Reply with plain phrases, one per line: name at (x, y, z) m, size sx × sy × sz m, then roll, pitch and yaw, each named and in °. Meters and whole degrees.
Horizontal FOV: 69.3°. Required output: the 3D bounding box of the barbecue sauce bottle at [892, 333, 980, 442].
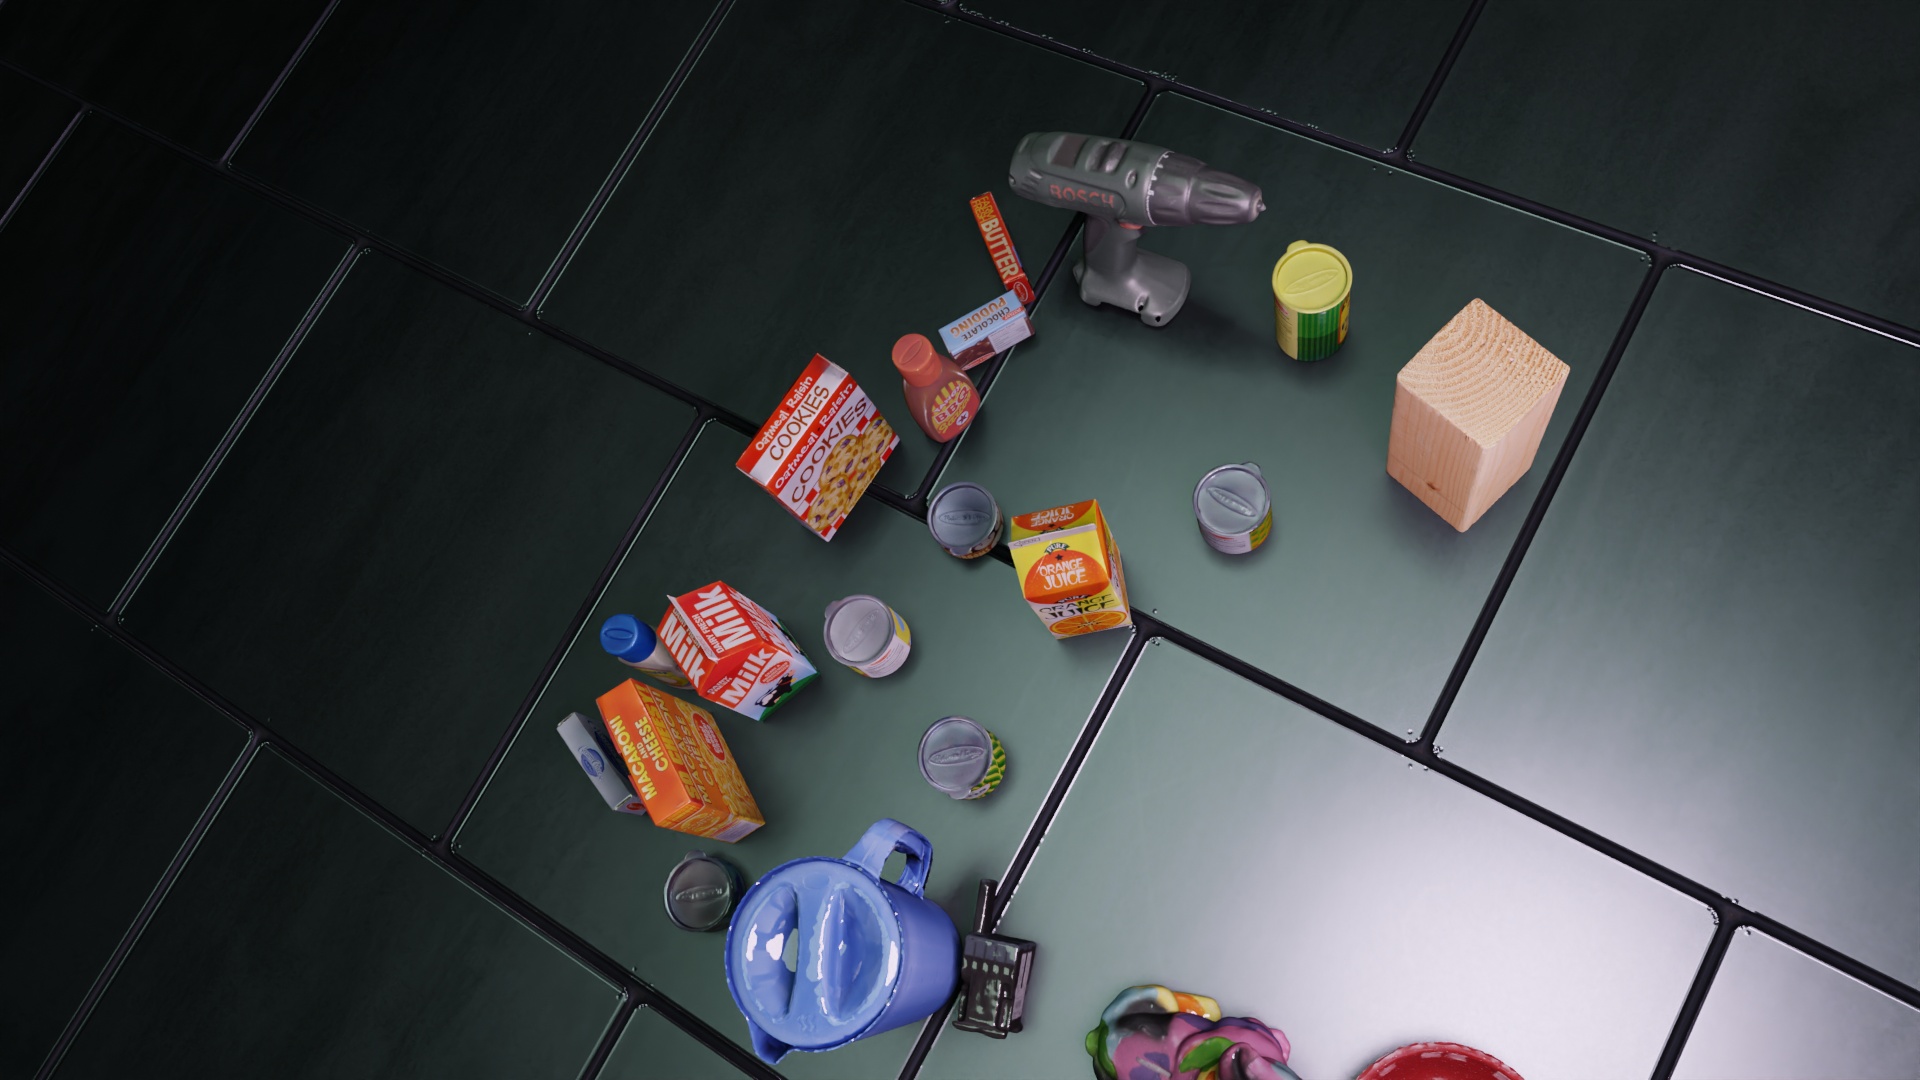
barbecue sauce bottle at (-0.026, -0.142, 1.269) m, size 0.044 × 0.148 × 0.065 m, roll 40°, pitch 86°, yaw 22°

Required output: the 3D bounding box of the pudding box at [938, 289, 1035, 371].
pudding box at (0.025, -0.199, 1.328) m, size 0.084 × 0.049 × 0.030 m, roll -29°, pitch 68°, yaw 4°

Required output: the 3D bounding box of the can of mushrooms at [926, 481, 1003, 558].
can of mushrooms at (0.005, -0.016, 1.283) m, size 0.071 × 0.033 × 0.071 m, roll -4°, pitch 72°, yaw 13°

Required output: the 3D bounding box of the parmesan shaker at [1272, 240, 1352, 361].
parmesan shaker at (0.311, -0.212, 1.232) m, size 0.071 × 0.103 × 0.071 m, roll -4°, pitch 72°, yaw 13°

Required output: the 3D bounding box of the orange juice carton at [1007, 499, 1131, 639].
orange juice carton at (0.092, 0.022, 1.163) m, size 0.072 × 0.192 × 0.073 m, roll -12°, pitch 71°, yaw 10°

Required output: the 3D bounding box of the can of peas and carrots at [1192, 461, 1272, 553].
can of peas and carrots at (0.240, -0.029, 1.215) m, size 0.071 × 0.058 × 0.071 m, roll -4°, pitch 72°, yaw 13°

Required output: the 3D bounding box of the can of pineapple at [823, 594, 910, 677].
can of pineapple at (-0.084, 0.086, 1.259) m, size 0.071 × 0.057 × 0.071 m, roll -4°, pitch 72°, yaw 13°

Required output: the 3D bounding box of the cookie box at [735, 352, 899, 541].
cookie box at (-0.127, -0.081, 1.264) m, size 0.040 × 0.167 × 0.123 m, roll 32°, pitch 83°, yaw 21°

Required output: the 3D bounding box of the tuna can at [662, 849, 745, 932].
tuna can at (-0.228, 0.312, 1.235) m, size 0.071 × 0.032 × 0.071 m, roll -4°, pitch 72°, yaw 13°

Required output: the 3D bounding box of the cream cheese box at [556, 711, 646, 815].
cream cheese box at (-0.327, 0.207, 1.283) m, size 0.024 × 0.053 × 0.104 m, roll -42°, pitch 68°, yaw -1°

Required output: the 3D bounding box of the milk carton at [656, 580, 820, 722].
milk carton at (-0.198, 0.096, 1.213) m, size 0.073 × 0.190 × 0.072 m, roll -39°, pitch 68°, yaw 0°

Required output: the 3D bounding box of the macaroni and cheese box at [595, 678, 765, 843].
macaroni and cheese box at (-0.240, 0.195, 1.204) m, size 0.040 × 0.166 × 0.124 m, roll -33°, pitch 68°, yaw 2°

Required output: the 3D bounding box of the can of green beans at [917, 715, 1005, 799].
can of green beans at (0.002, 0.189, 1.204) m, size 0.071 × 0.057 × 0.071 m, roll -4°, pitch 72°, yaw 13°

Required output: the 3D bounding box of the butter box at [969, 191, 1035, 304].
butter box at (0.041, -0.282, 1.349) m, size 0.024 × 0.053 × 0.104 m, roll -23°, pitch 69°, yaw 6°

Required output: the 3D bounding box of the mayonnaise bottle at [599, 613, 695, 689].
mayonnaise bottle at (-0.275, 0.101, 1.253) m, size 0.065 × 0.148 × 0.041 m, roll 5°, pitch 74°, yaw 16°
